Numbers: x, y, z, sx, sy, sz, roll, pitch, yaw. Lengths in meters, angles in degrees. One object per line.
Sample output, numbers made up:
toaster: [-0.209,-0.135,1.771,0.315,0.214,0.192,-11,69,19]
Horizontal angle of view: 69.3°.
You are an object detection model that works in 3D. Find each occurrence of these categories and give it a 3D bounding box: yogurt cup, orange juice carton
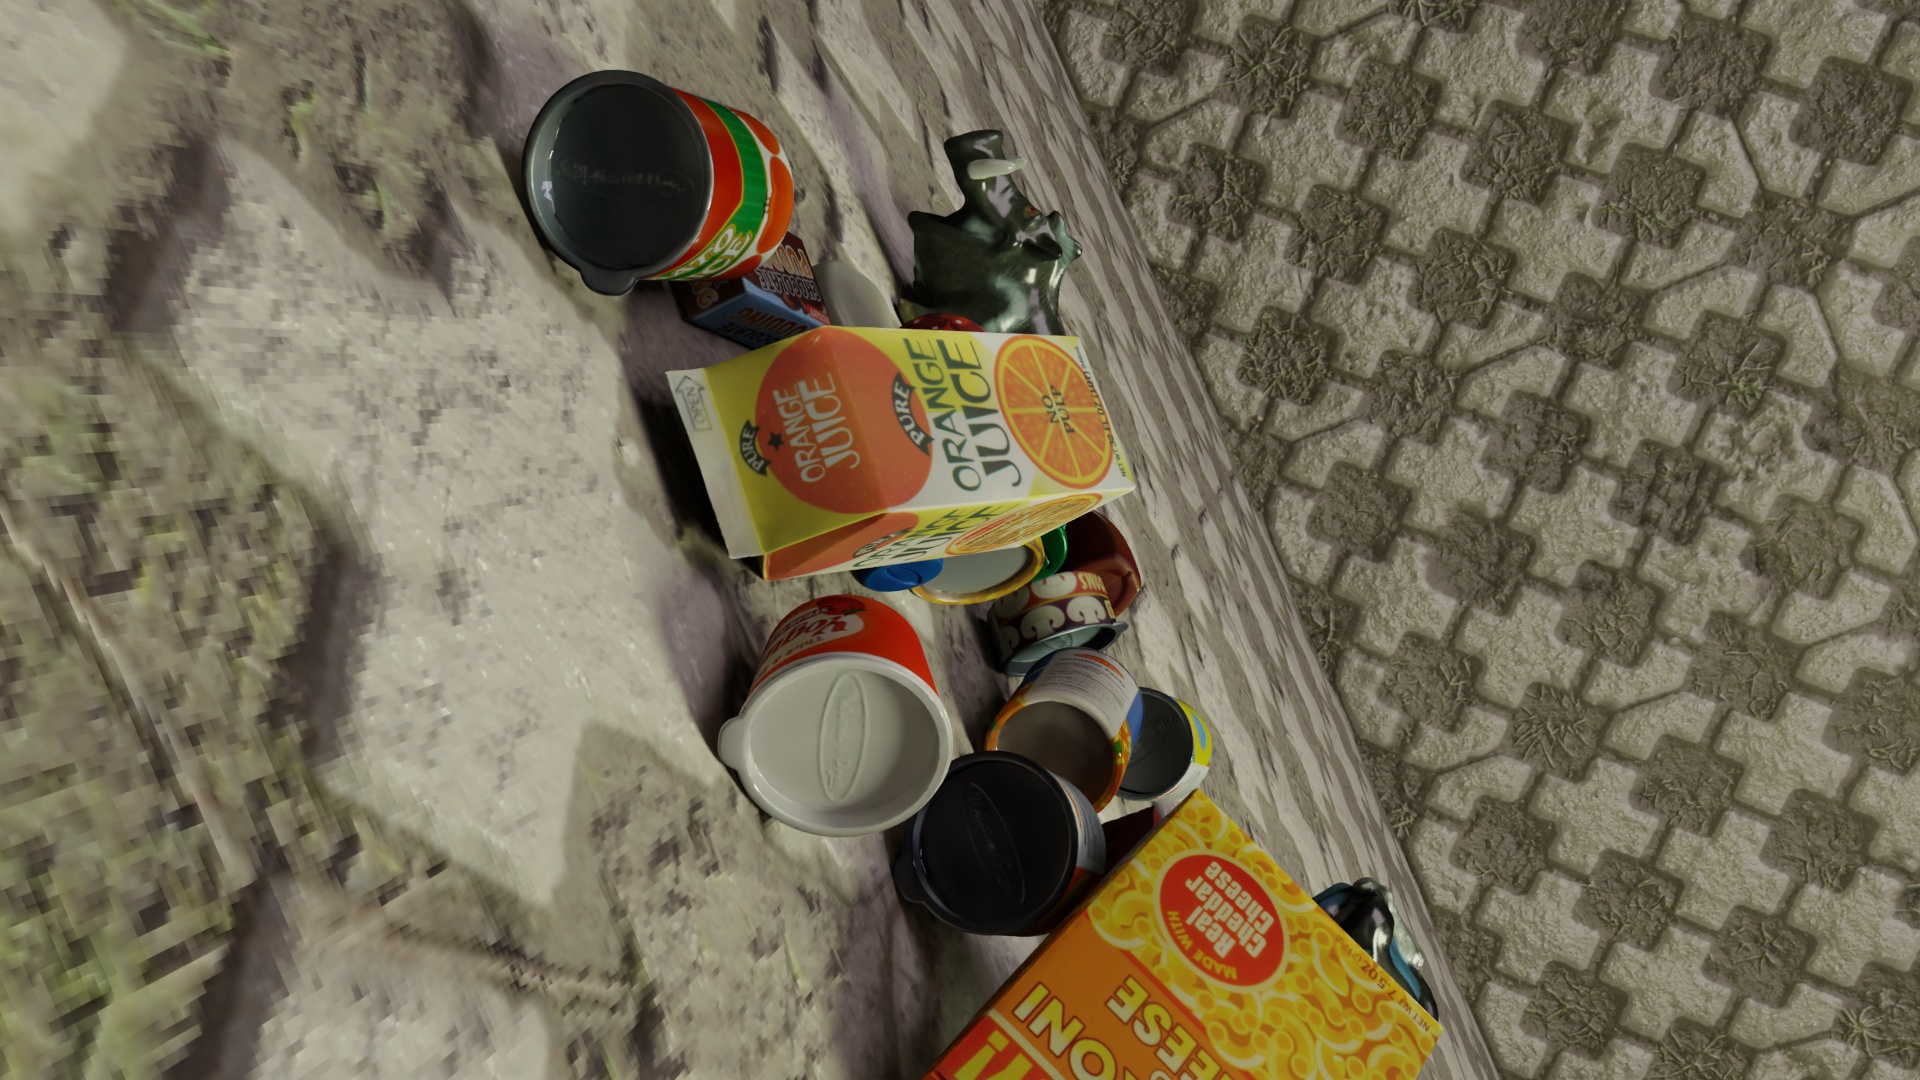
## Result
yogurt cup: [-0.038,0.053,0.451,0.072,0.072,0.054,59,9,-25]
orange juice carton: [-0.024,-0.034,0.533,0.193,0.072,0.072,-7,74,-48]

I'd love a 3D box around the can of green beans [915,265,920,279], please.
can of green beans: [0.011,-0.165,0.917,0.071,0.058,0.071,57,19,-31]

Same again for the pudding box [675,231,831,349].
pudding box: [-0.088,-0.108,0.573,0.084,0.030,0.050,13,56,-70]

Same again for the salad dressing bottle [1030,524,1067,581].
salad dressing bottle: [0.032,-0.020,0.761,0.064,0.044,0.148,48,10,-16]

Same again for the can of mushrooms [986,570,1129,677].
can of mushrooms: [0.051,0.044,0.733,0.071,0.071,0.033,34,35,-63]

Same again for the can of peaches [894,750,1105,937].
can of peaches: [0.016,0.117,0.529,0.058,0.071,0.071,44,27,-66]

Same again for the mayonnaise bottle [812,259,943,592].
mayonnaise bottle: [-0.042,-0.051,0.623,0.064,0.041,0.148,33,38,-60]

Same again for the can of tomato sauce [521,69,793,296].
can of tomato sauce: [-0.101,-0.121,0.484,0.071,0.071,0.083,66,15,-4]

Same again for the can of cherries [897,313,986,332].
can of cherries: [-0.010,-0.076,0.709,0.071,0.071,0.059,56,19,-33]

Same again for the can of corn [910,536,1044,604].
can of corn: [0.002,-0.008,0.661,0.071,0.071,0.058,42,30,-56]

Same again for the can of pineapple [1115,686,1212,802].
can of pineapple: [0.113,0.121,0.832,0.058,0.071,0.071,30,40,-66]

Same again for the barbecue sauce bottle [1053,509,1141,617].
barbecue sauce bottle: [0.073,0.006,0.880,0.043,0.065,0.149,52,11,-18]

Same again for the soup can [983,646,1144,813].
soup can: [0.051,0.096,0.675,0.071,0.071,0.084,66,17,-3]

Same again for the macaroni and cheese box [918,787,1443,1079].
macaroni and cheese box: [0.076,0.177,0.469,0.124,0.040,0.167,44,44,13]
